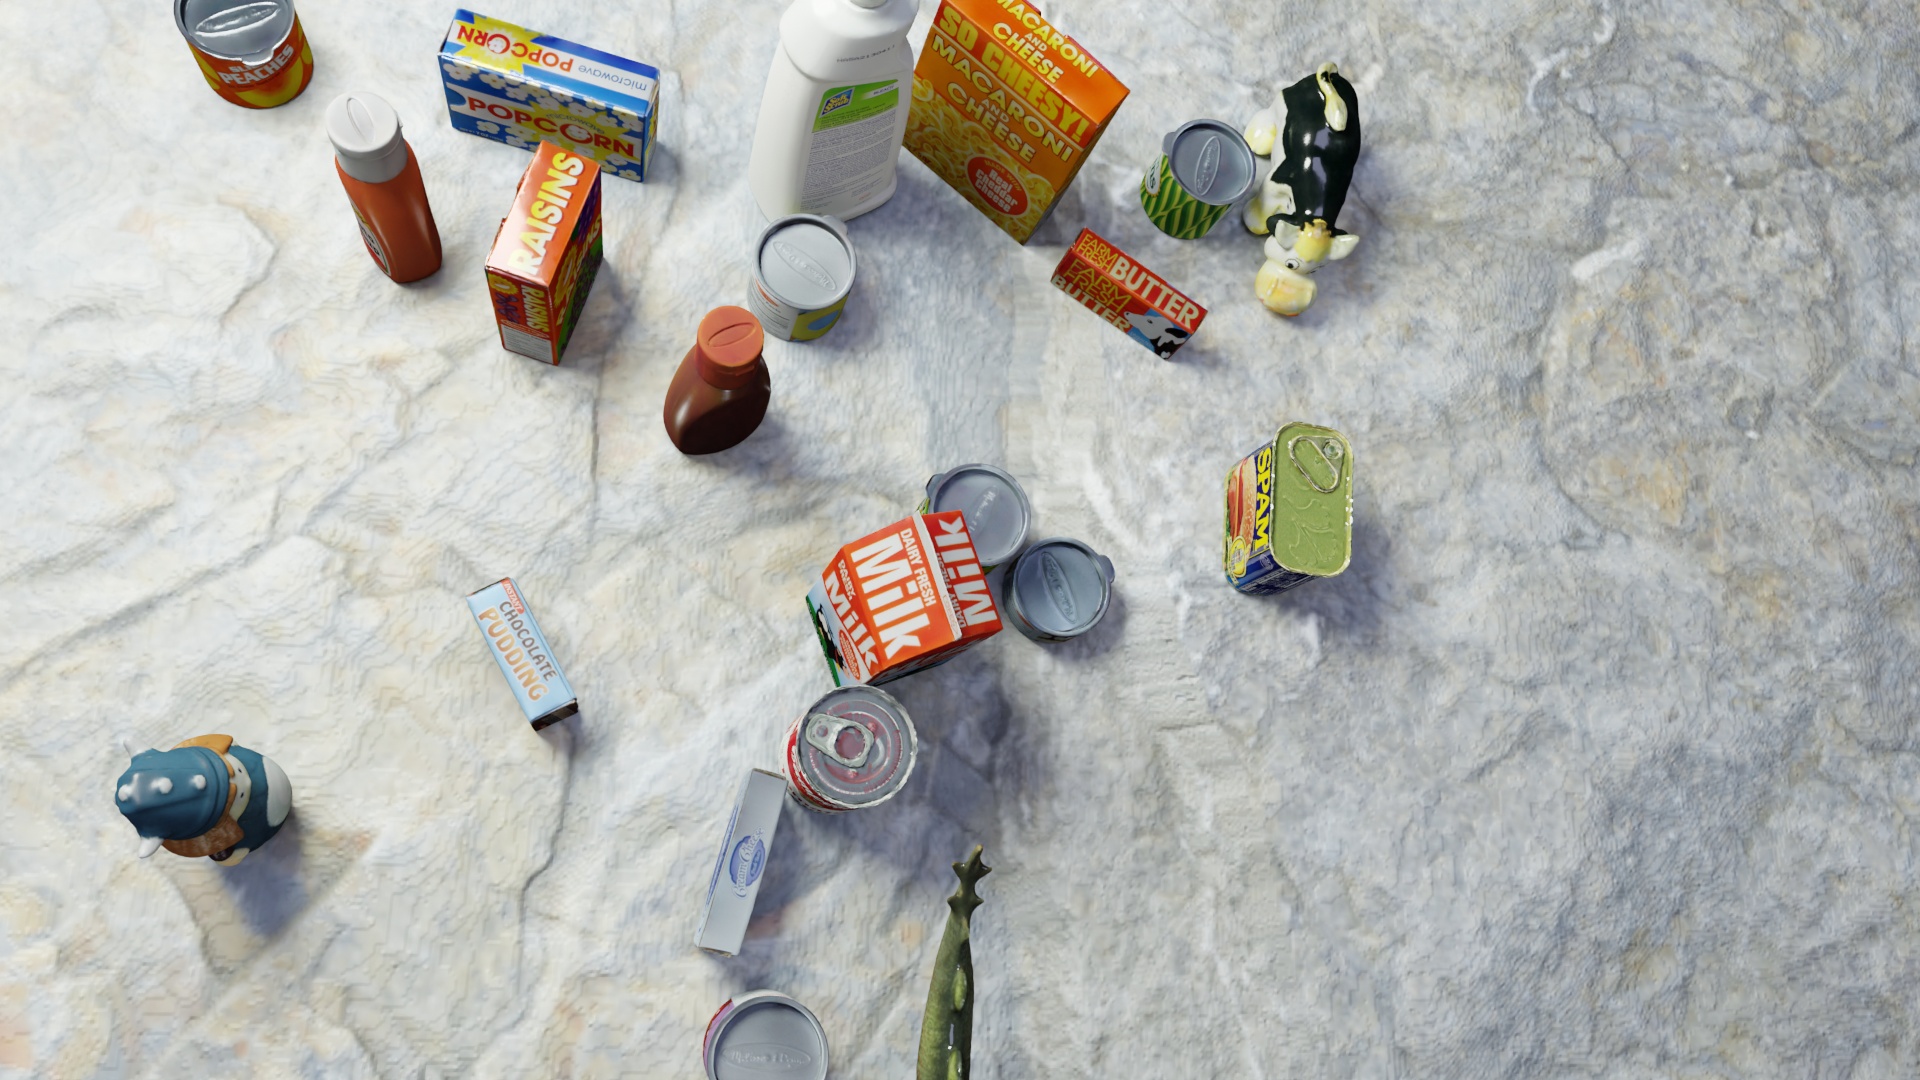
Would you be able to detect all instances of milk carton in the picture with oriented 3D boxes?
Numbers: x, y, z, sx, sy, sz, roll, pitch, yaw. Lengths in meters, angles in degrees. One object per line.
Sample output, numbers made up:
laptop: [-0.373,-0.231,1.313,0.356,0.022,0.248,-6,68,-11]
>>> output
milk carton: [-0.033,0.037,0.795,0.073,0.190,0.072,-18,81,-17]

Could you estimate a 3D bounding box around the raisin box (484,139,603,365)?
raisin box: [-0.246,-0.168,0.829,0.040,0.123,0.086,20,72,-9]

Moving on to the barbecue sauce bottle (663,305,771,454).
barbecue sauce bottle: [-0.141,-0.094,0.823,0.065,0.148,0.043,-25,84,-18]

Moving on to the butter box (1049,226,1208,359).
butter box: [0.115,-0.169,0.957,0.103,0.053,0.024,34,71,-4]

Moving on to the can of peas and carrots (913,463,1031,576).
can of peas and carrots: [0.003,-0.011,0.886,0.071,0.058,0.071,3,76,-13]

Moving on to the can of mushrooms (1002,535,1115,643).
can of mushrooms: [0.064,0.032,0.903,0.071,0.033,0.071,3,75,-13]

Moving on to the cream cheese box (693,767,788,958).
cream cheese box: [-0.127,0.186,0.805,0.024,0.053,0.104,18,73,-9]

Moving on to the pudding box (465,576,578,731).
pudding box: [-0.253,0.066,0.806,0.030,0.049,0.084,-28,84,-19]

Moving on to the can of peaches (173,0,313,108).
can of peaches: [-0.436,-0.306,0.850,0.071,0.058,0.071,3,76,-13]

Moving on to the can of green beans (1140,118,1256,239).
can of green beans: [0.168,-0.257,0.991,0.071,0.057,0.071,3,76,-13]

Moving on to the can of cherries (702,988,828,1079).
can of cherries: [-0.112,0.290,0.780,0.071,0.058,0.071,3,76,-13]

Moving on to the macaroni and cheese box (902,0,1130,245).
macaroni and cheese box: [0.027,-0.278,0.903,0.124,0.166,0.040,39,71,-2]

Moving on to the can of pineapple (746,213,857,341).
can of pineapple: [-0.102,-0.170,0.900,0.071,0.057,0.071,3,76,-13]

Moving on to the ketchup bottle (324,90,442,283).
ketchup bottle: [-0.333,-0.206,0.803,0.044,0.148,0.065,-26,84,-18]

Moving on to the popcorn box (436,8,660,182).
popcorn box: [-0.255,-0.278,0.874,0.127,0.085,0.038,14,74,-10]
